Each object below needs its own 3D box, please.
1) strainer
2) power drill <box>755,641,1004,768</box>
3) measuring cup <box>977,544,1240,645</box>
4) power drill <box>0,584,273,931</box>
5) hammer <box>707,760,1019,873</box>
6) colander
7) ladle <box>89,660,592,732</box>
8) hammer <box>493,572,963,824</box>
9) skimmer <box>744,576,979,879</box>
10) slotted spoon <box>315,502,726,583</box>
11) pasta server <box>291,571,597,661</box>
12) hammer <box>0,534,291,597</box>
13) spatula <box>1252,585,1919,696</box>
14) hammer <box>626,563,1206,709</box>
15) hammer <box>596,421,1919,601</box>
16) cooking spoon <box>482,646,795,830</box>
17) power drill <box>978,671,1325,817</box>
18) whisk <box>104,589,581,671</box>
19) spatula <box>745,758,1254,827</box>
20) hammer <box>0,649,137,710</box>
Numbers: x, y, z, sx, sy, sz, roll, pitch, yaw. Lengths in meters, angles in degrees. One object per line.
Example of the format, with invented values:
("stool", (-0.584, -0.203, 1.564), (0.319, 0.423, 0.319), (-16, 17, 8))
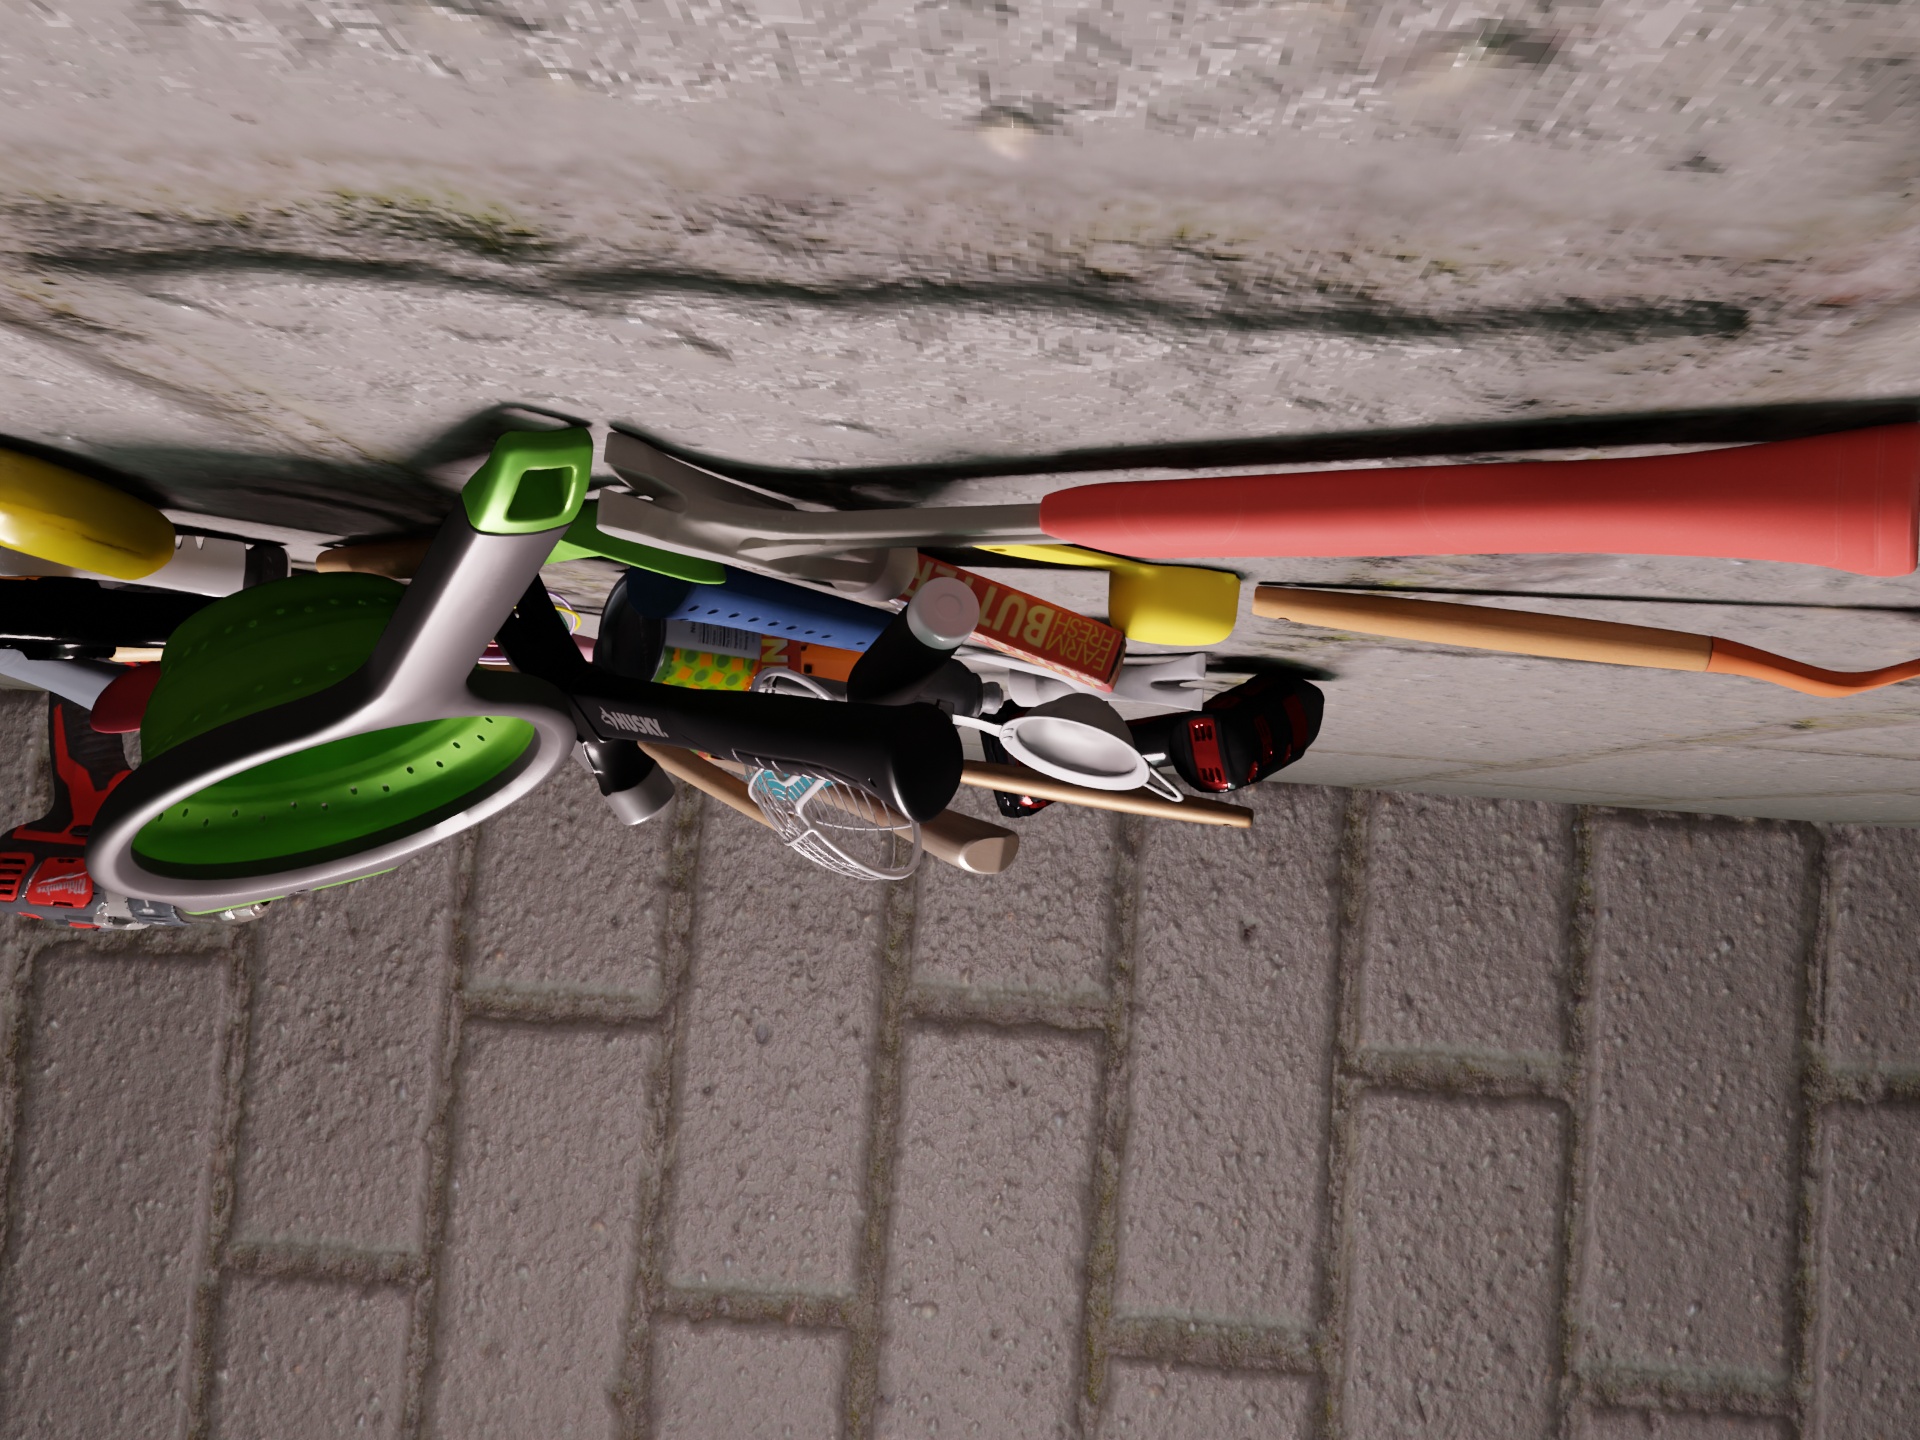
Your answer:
("strainer", (-0.001, -0.003, 0.877), (0.258, 0.050, 0.086), (11, 157, 1))
("power drill", (-0.074, -0.011, 1.101), (0.164, 0.084, 0.226), (3, 173, -16))
("measuring cup", (0.057, -0.052, 0.651), (0.062, 0.029, 0.156), (1, 176, 44))
("power drill", (-0.534, 0.027, 1.045), (0.188, 0.227, 0.080), (4, 176, 9))
("hammer", (-0.131, 0.037, 1.251), (0.411, 0.038, 0.146), (18, -160, 29))
("colander", (-0.239, -0.035, 0.637), (0.204, 0.094, 0.397), (-12, 163, -38))
("ladle", (-0.343, -0.022, 0.939), (0.315, 0.031, 0.069), (-3, -151, -13))
("hammer", (-0.106, -0.004, 0.650), (0.035, 0.146, 0.335), (-41, -155, -25))
("skimmer", (-0.030, -0.006, 0.685), (0.090, 0.127, 0.363), (-33, 176, -21))
("slotted spoon", (-0.208, -0.073, 0.690), (0.314, 0.031, 0.070), (3, 177, 44))
("pasta server", (-0.272, -0.061, 0.974), (0.316, 0.040, 0.060), (12, 173, -36))
("hammer", (-0.494, -0.078, 0.875), (0.127, 0.034, 0.337), (7, 176, -43))
("spatula", (0.286, -0.040, 0.662), (0.322, 0.041, 0.081), (8, 177, 12))
("hammer", (-0.010, -0.042, 0.857), (0.144, 0.035, 0.405), (2, 176, 36))
("hammer", (0.070, -0.061, 0.463), (0.359, 0.037, 0.149), (3, 176, 32))
("cooking spoon", (-0.227, -0.007, 0.976), (0.319, 0.017, 0.068), (27, -166, 23))
("power drill", (0.133, 0.009, 1.071), (0.220, 0.078, 0.143), (-6, -169, 41))
("whisk", (-0.334, -0.046, 0.876), (0.245, 0.051, 0.047), (-4, -172, -20))
("spatula", (0.025, 0.047, 1.007), (0.317, 0.044, 0.082), (8, 167, 14))
("hammer", (-0.562, -0.060, 0.800), (0.143, 0.038, 0.386), (5, 168, 10))
